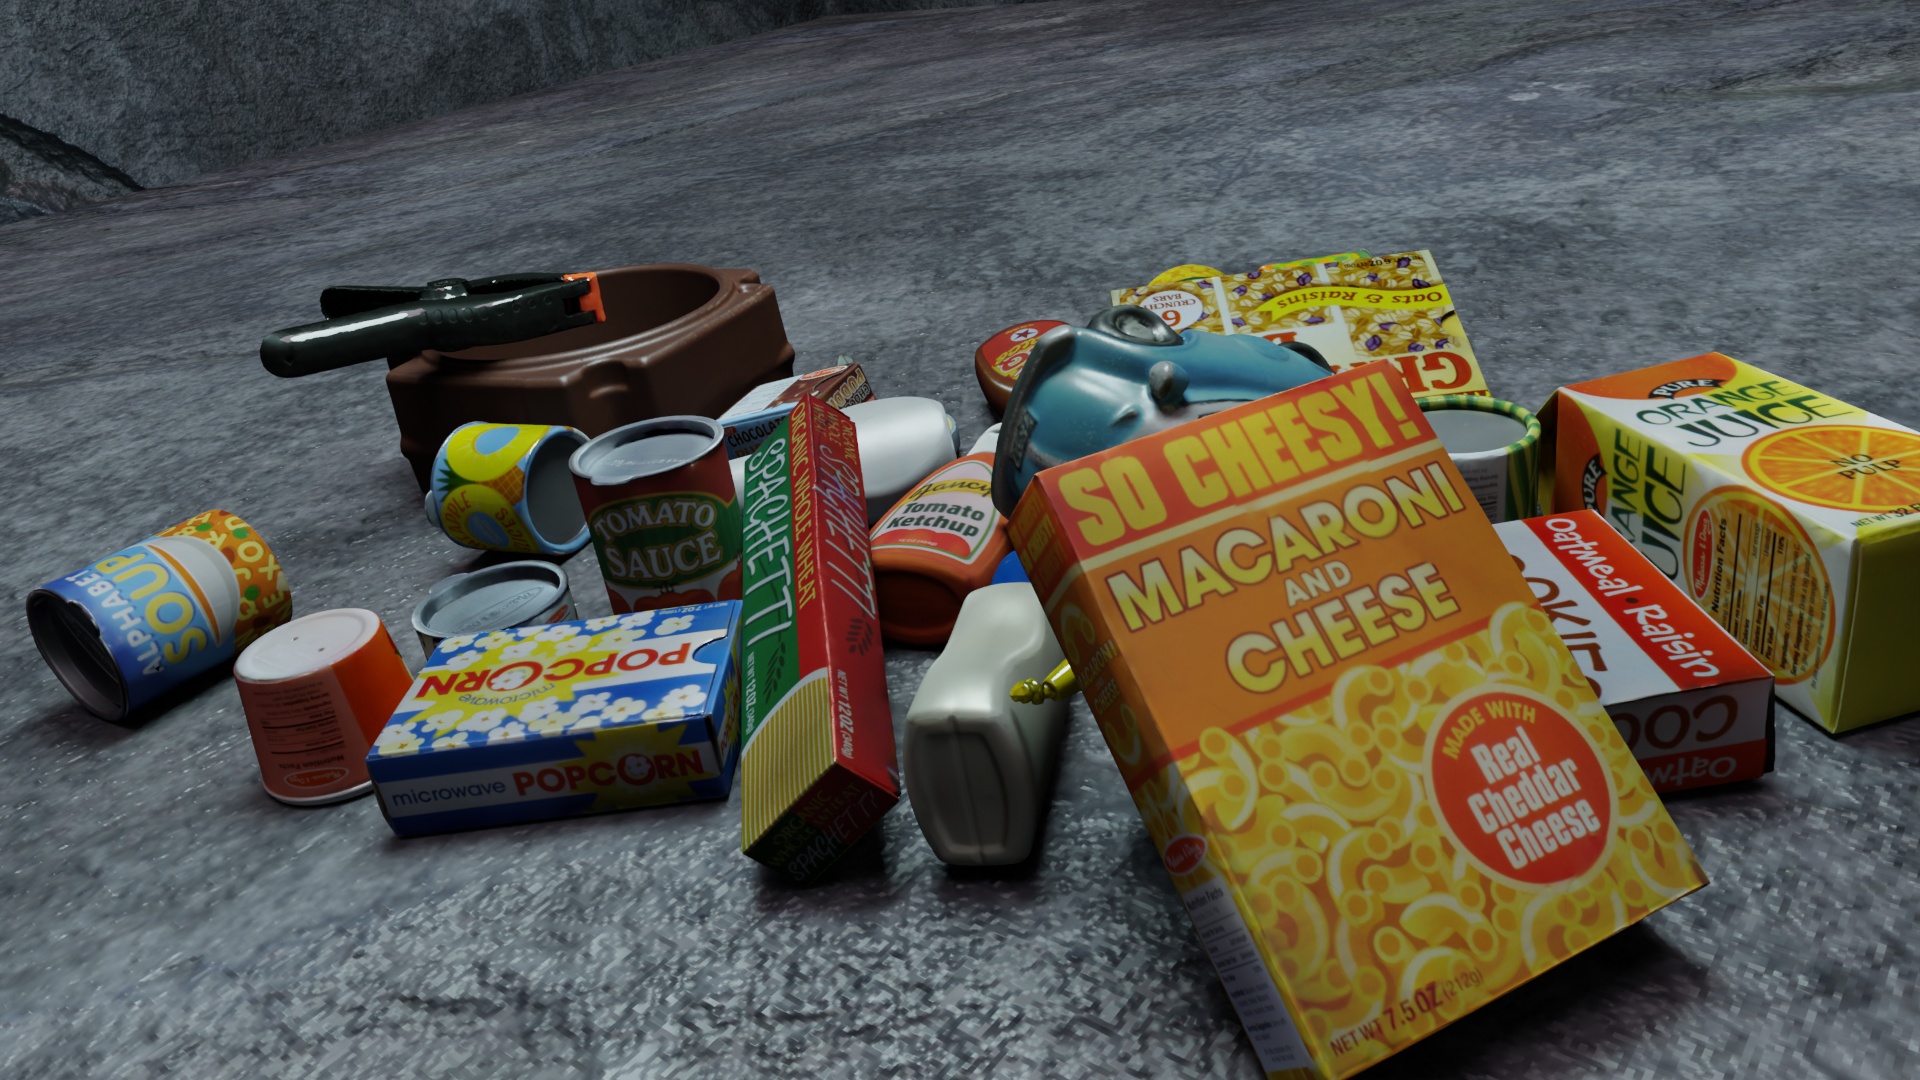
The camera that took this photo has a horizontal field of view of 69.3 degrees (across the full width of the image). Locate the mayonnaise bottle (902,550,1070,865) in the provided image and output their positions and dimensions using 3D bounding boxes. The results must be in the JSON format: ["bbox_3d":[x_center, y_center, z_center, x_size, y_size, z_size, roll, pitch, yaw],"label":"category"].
[{"bbox_3d":[0.017,0.048,0.489,0.041,0.064,0.149,-5,22,14],"label":"mayonnaise bottle"}]

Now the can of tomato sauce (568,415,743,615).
[{"bbox_3d":[-0.128,-0.003,0.608,0.071,0.082,0.071,-7,26,4],"label":"can of tomato sauce"}]

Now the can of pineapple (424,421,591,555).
[{"bbox_3d":[-0.223,-0.025,0.703,0.058,0.070,0.071,4,29,23],"label":"can of pineapple"}]

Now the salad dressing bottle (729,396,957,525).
[{"bbox_3d":[-0.076,-0.031,0.689,0.148,0.043,0.064,-14,54,-2],"label":"salad dressing bottle"}]

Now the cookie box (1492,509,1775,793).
[{"bbox_3d":[0.160,0.044,0.474,0.167,0.040,0.123,-9,26,2],"label":"cookie box"}]

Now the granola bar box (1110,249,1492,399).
[{"bbox_3d":[0.162,-0.082,0.681,0.165,0.038,0.125,-7,48,4],"label":"granola bar box"}]

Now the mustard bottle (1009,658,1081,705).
[{"bbox_3d":[0.082,0.014,0.447,0.161,0.065,0.049,-31,24,-24],"label":"mustard bottle"}]

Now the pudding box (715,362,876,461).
[{"bbox_3d":[-0.092,-0.067,0.758,0.083,0.030,0.050,-7,29,40],"label":"pudding box"}]

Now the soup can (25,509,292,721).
[{"bbox_3d":[-0.358,0.031,0.627,0.071,0.071,0.084,8,31,31],"label":"soup can"}]

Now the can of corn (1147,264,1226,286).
[{"bbox_3d":[0.133,-0.115,0.771,0.071,0.071,0.058,-7,26,4],"label":"can of corn"}]

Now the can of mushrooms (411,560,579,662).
[{"bbox_3d":[-0.202,0.038,0.605,0.071,0.033,0.071,-7,27,4],"label":"can of mushrooms"}]

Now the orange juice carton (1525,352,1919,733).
[{"bbox_3d":[0.284,-0.015,0.515,0.072,0.072,0.193,-13,26,-8],"label":"orange juice carton"}]

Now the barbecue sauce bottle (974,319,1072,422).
[{"bbox_3d":[0.051,-0.076,0.744,0.065,0.043,0.149,-18,27,-2],"label":"barbecue sauce bottle"}]

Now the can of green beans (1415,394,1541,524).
[{"bbox_3d":[0.202,-0.022,0.571,0.071,0.057,0.071,-7,26,4],"label":"can of green beans"}]

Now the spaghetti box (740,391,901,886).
[{"bbox_3d":[-0.059,0.022,0.536,0.050,0.028,0.251,-45,28,20],"label":"spaghetti box"}]

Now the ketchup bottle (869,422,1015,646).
[{"bbox_3d":[0.002,-0.008,0.622,0.065,0.043,0.149,6,29,18],"label":"ketchup bottle"}]

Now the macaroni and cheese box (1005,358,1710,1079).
[{"bbox_3d":[0.102,0.043,0.380,0.124,0.040,0.167,-18,71,-20],"label":"macaroni and cheese box"}]

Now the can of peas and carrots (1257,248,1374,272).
[{"bbox_3d":[0.199,-0.123,0.767,0.059,0.070,0.071,-9,26,2],"label":"can of peas and carrots"}]

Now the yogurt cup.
[{"bbox_3d":[-0.247,0.063,0.546,0.072,0.053,0.073,-8,26,4],"label":"yogurt cup"}]

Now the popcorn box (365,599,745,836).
[{"bbox_3d":[-0.146,0.065,0.527,0.127,0.038,0.085,-8,25,3],"label":"popcorn box"}]
